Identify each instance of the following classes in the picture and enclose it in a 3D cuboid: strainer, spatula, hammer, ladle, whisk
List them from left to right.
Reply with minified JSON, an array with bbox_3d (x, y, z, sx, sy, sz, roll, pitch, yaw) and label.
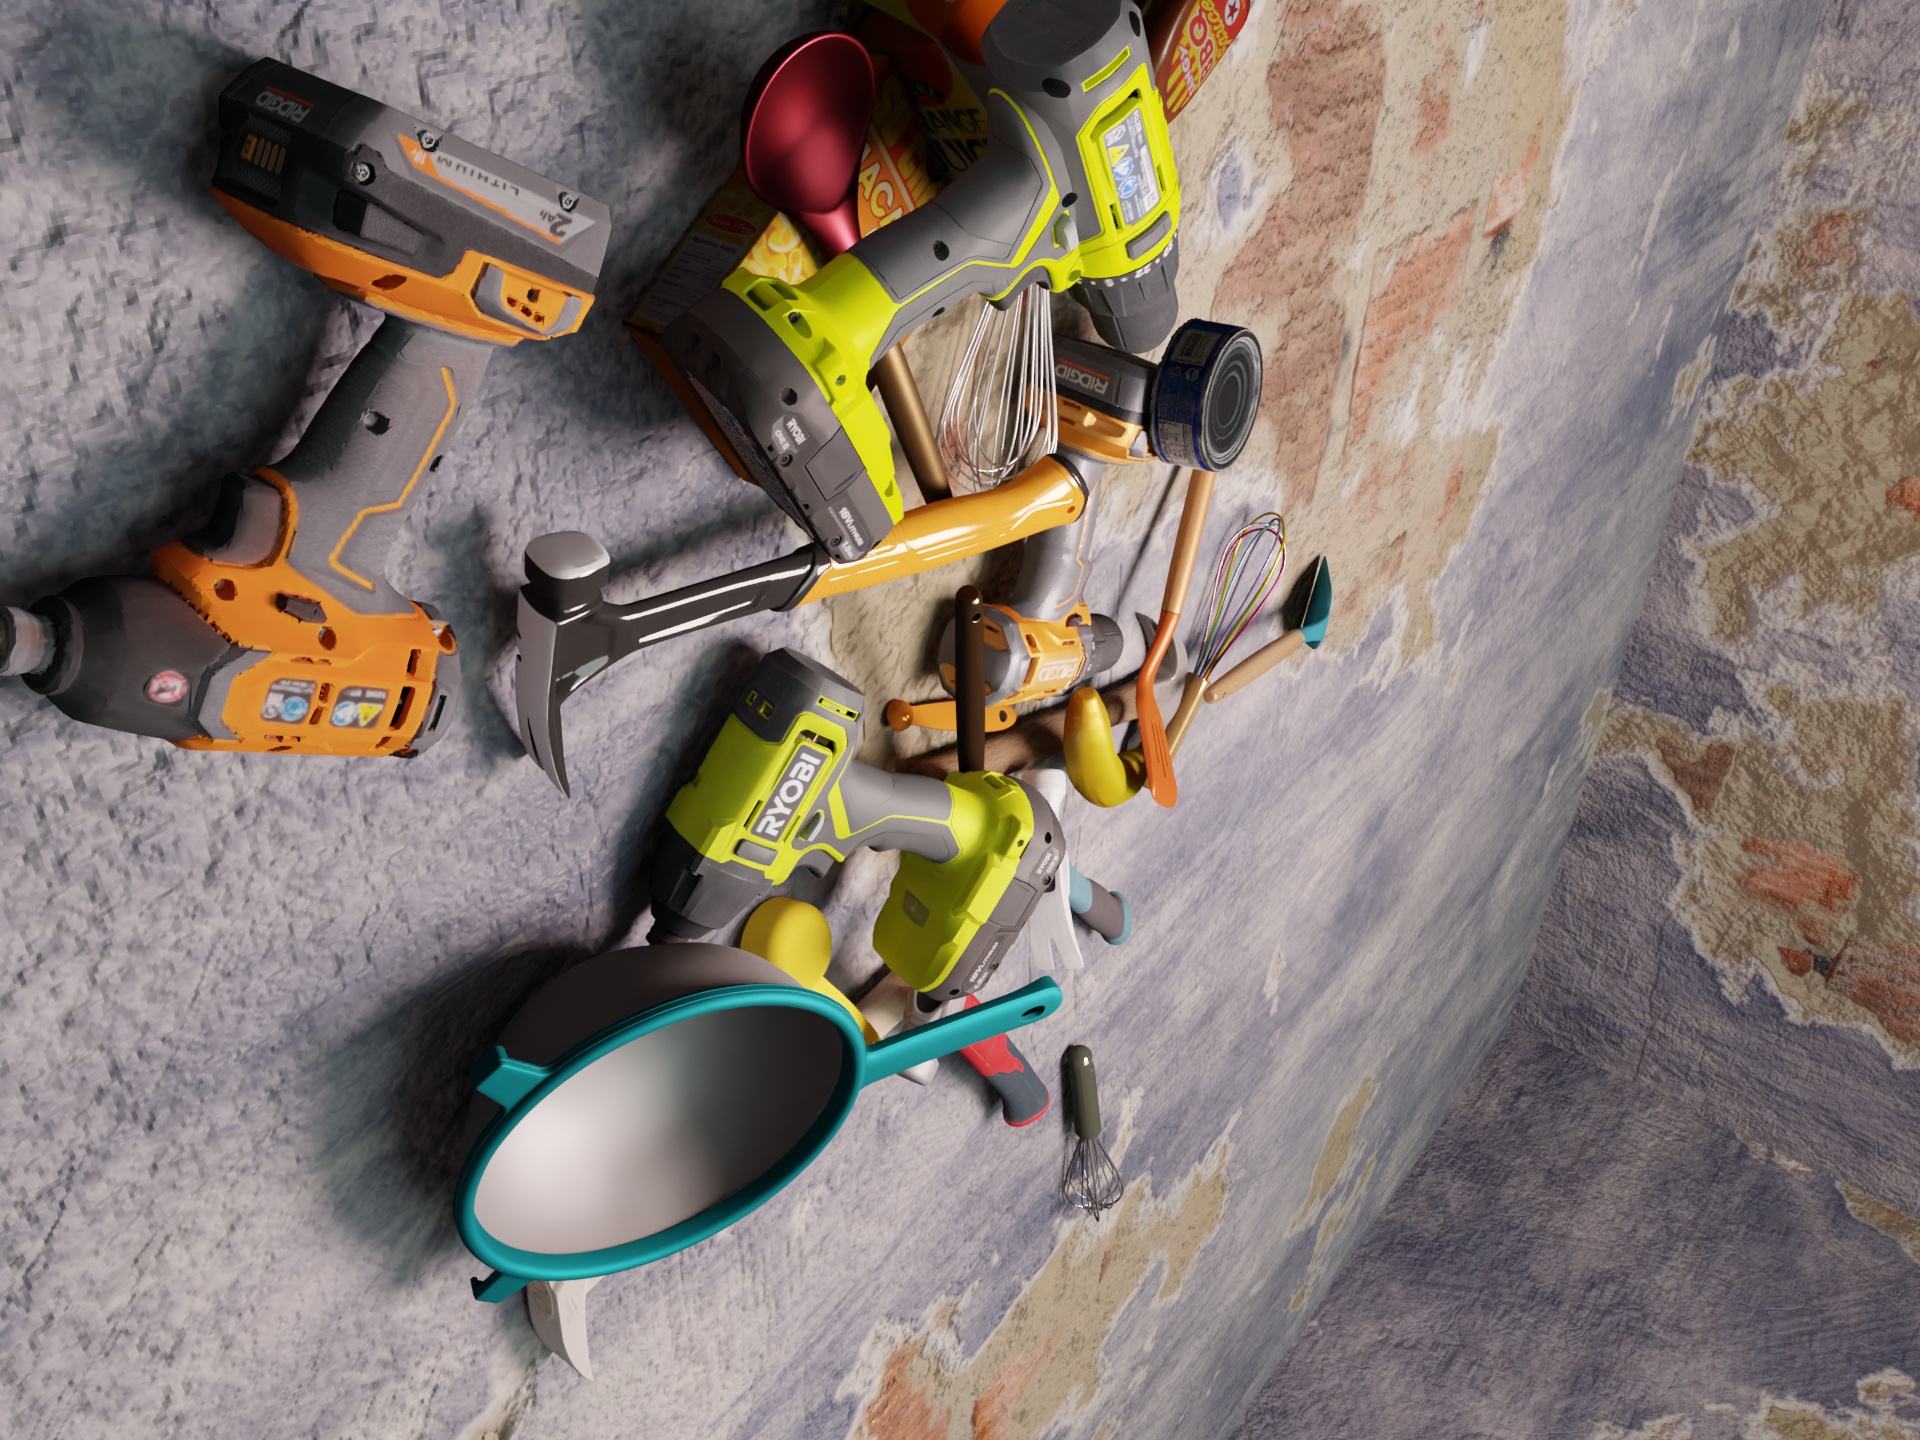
[{"bbox_3d":[-0.107,0.166,0.833,0.340,0.095,0.210,-14,137,-30],"label":"strainer"},{"bbox_3d":[-0.106,0.238,1.011,0.410,0.038,0.146,-34,140,-43],"label":"hammer"},{"bbox_3d":[-0.062,-0.069,0.779,0.337,0.034,0.127,-23,142,-38],"label":"hammer"},{"bbox_3d":[-0.038,-0.182,0.735,0.069,0.031,0.315,-41,149,-11],"label":"ladle"},{"bbox_3d":[0.028,0.227,1.165,0.143,0.038,0.386,-63,159,-16],"label":"hammer"},{"bbox_3d":[0.036,-0.252,0.859,0.070,0.070,0.284,-16,121,-53],"label":"whisk"},{"bbox_3d":[0.070,0.005,1.126,0.331,0.031,0.130,-20,128,-51],"label":"hammer"},{"bbox_3d":[0.092,0.131,1.190,0.330,0.033,0.128,44,44,-70],"label":"hammer"},{"bbox_3d":[0.118,0.384,1.477,0.058,0.059,0.246,-88,172,-51],"label":"whisk"},{"bbox_3d":[0.166,-0.099,1.143,0.081,0.041,0.322,18,85,-70],"label":"spatula"},{"bbox_3d":[0.202,-0.056,1.290,0.051,0.047,0.245,8,109,-61],"label":"whisk"},{"bbox_3d":[0.263,-0.065,1.341,0.317,0.044,0.082,-28,137,-54],"label":"spatula"}]

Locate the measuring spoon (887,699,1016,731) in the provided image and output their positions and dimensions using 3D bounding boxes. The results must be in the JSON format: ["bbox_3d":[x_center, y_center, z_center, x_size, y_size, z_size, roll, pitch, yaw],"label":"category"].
[{"bbox_3d":[-0.002,-0.003,1.000,0.116,0.011,0.021,0,86,-47],"label":"measuring spoon"}]

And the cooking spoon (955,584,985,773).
[{"bbox_3d":[0.007,0.022,0.967,0.069,0.017,0.318,-26,149,-16],"label":"cooking spoon"}]

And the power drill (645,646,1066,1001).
[{"bbox_3d":[-0.059,0.074,0.882,0.223,0.080,0.171,26,97,-43],"label":"power drill"}]

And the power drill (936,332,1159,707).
[{"bbox_3d":[0.080,-0.118,1.008,0.185,0.084,0.226,-9,123,-58],"label":"power drill"}]

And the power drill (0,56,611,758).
[{"bbox_3d":[-0.222,-0.094,0.536,0.164,0.084,0.226,5,111,-58],"label":"power drill"}]

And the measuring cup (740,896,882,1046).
[{"bbox_3d":[-0.077,0.166,0.964,0.156,0.029,0.062,55,53,-36],"label":"measuring cup"}]

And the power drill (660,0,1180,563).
[{"bbox_3d":[0.002,-0.178,0.687,0.228,0.080,0.190,-41,149,-6],"label":"power drill"}]
